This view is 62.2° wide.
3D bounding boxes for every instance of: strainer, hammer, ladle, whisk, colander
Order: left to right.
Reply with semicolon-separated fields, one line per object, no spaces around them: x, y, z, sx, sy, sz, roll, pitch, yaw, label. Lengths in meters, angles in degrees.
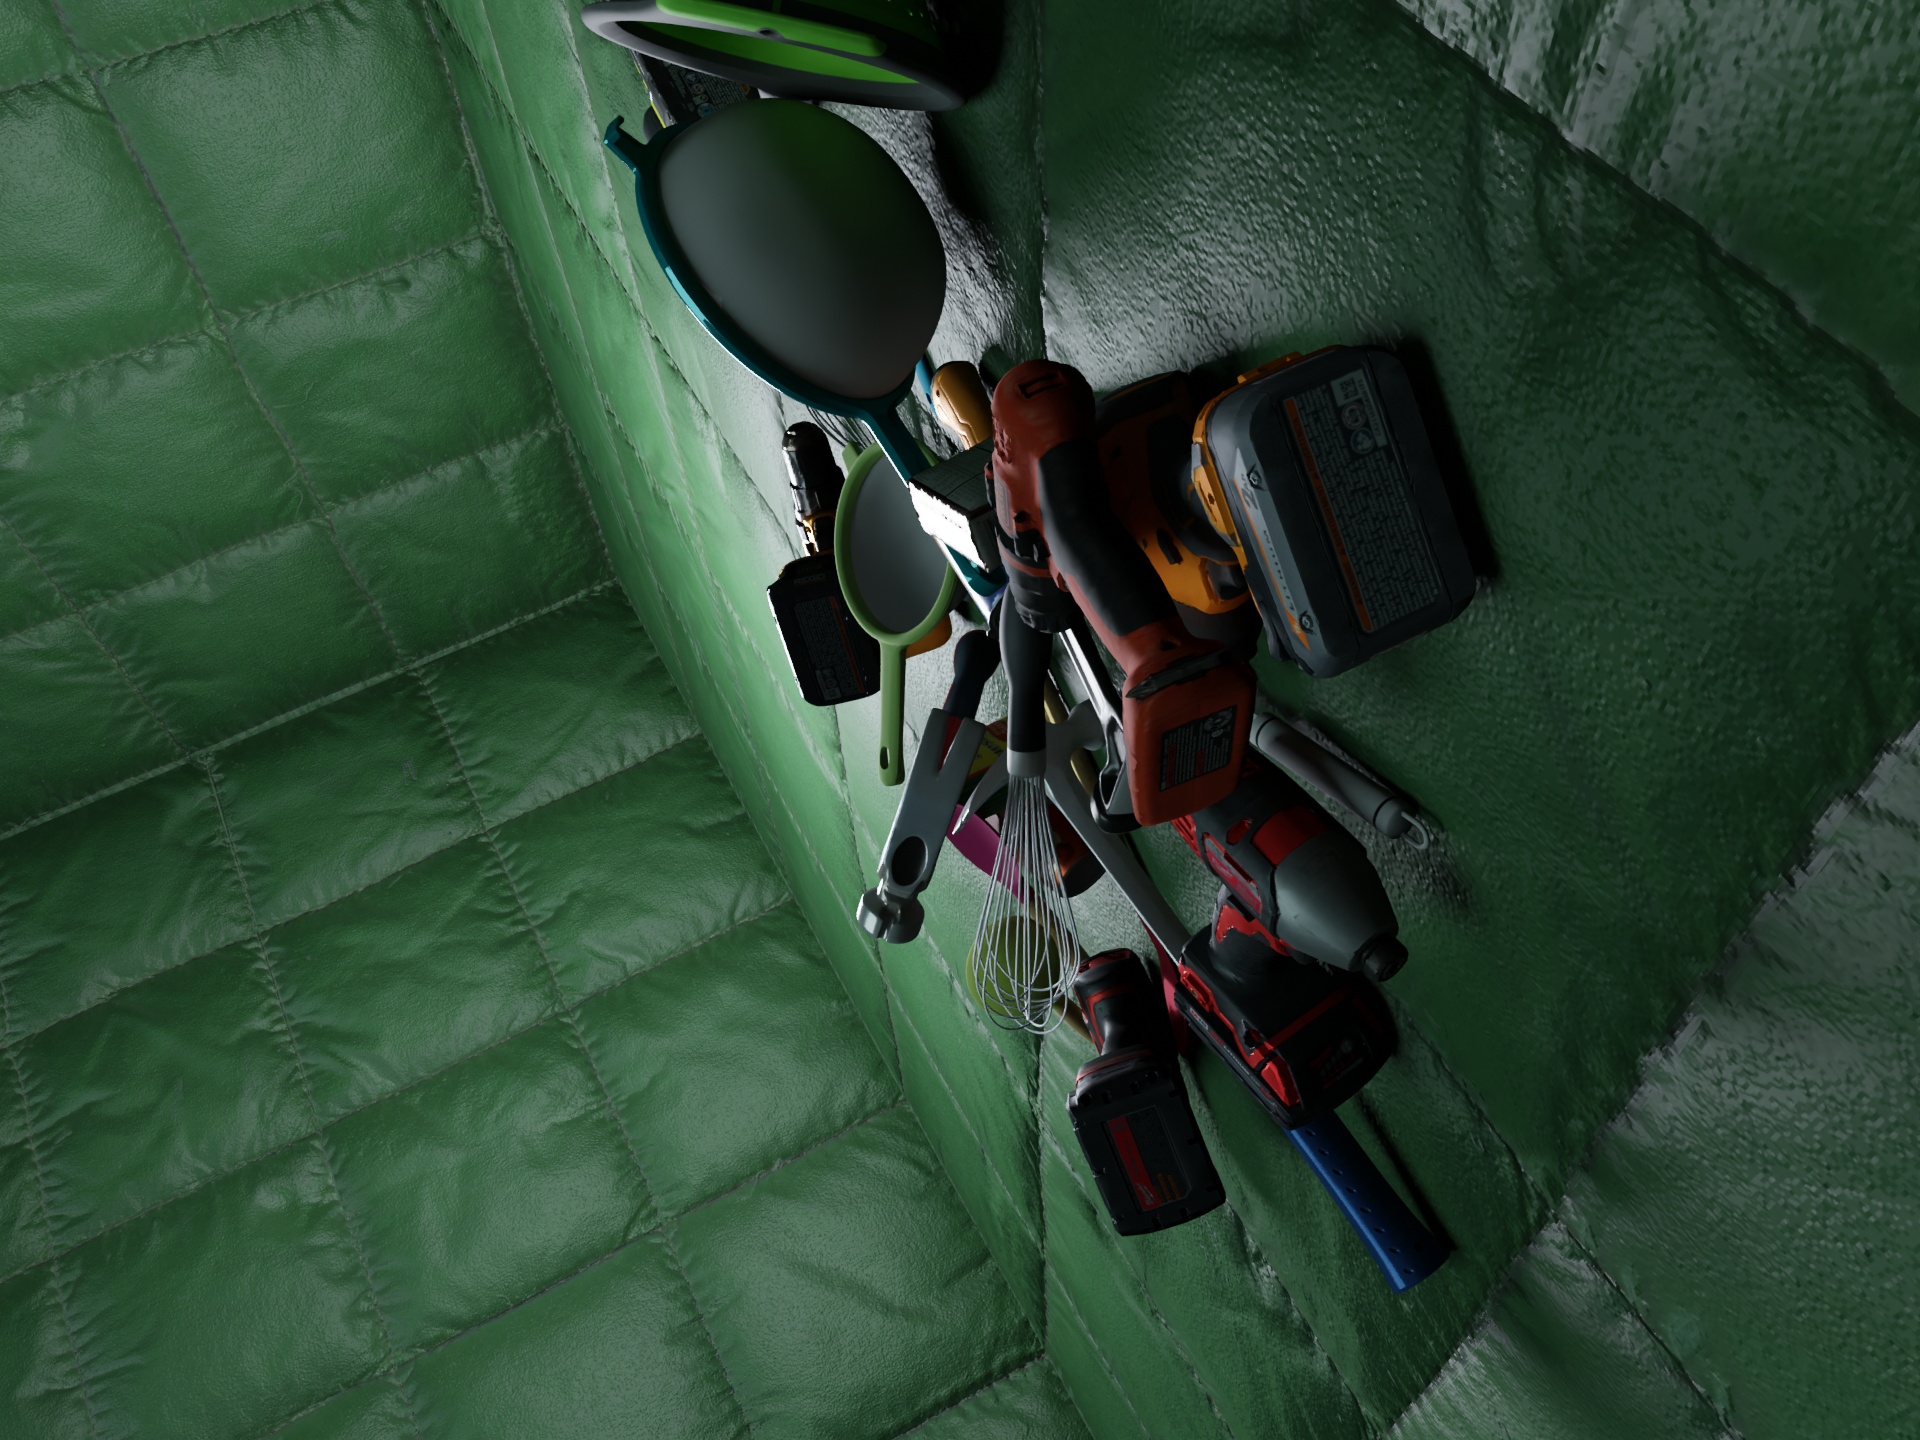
-0.095;-0.408;0.907;0.397;0.204;0.094;-107;27;-75;colander
-0.045;-0.236;0.930;0.095;0.211;0.340;-36;83;34;strainer
-0.053;-0.189;1.233;0.239;0.055;0.055;57;164;13;whisk
-0.027;-0.079;1.168;0.152;0.069;0.256;17;108;50;strainer
-0.002;-0.003;1.060;0.386;0.038;0.143;-72;1;-68;hammer
0.039;0.053;0.921;0.070;0.070;0.284;-143;49;-62;whisk
0.047;-0.102;0.938;0.127;0.034;0.337;100;154;-51;hammer
0.075;0.232;1.317;0.062;0.078;0.319;24;167;23;ladle
0.112;0.094;1.157;0.069;0.031;0.315;136;110;-84;ladle
0.152;0.170;0.985;0.406;0.144;0.035;54;149;15;hammer
0.154;0.001;0.836;0.259;0.050;0.086;41;138;50;strainer

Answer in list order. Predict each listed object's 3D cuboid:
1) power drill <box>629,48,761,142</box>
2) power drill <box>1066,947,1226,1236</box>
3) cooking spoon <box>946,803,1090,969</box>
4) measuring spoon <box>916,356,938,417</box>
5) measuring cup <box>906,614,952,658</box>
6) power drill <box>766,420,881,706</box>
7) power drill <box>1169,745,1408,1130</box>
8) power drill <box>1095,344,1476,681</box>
-0.209;-0.465;1.276;0.191;0.080;0.228;62;168;10;power drill
0.140;0.289;1.181;0.227;0.080;0.188;-76;-35;-77;power drill
0.063;0.150;1.246;0.069;0.017;0.318;14;152;41;cooking spoon
-0.046;-0.271;1.119;0.128;0.021;0.042;68;166;-6;measuring spoon
-0.048;-0.127;1.326;0.095;0.052;0.174;74;180;-47;measuring cup
-0.116;-0.140;1.373;0.226;0.084;0.185;-93;-11;-57;power drill
0.172;0.119;0.834;0.143;0.078;0.219;47;162;35;power drill
0.131;-0.079;0.709;0.164;0.084;0.226;68;170;-12;power drill
